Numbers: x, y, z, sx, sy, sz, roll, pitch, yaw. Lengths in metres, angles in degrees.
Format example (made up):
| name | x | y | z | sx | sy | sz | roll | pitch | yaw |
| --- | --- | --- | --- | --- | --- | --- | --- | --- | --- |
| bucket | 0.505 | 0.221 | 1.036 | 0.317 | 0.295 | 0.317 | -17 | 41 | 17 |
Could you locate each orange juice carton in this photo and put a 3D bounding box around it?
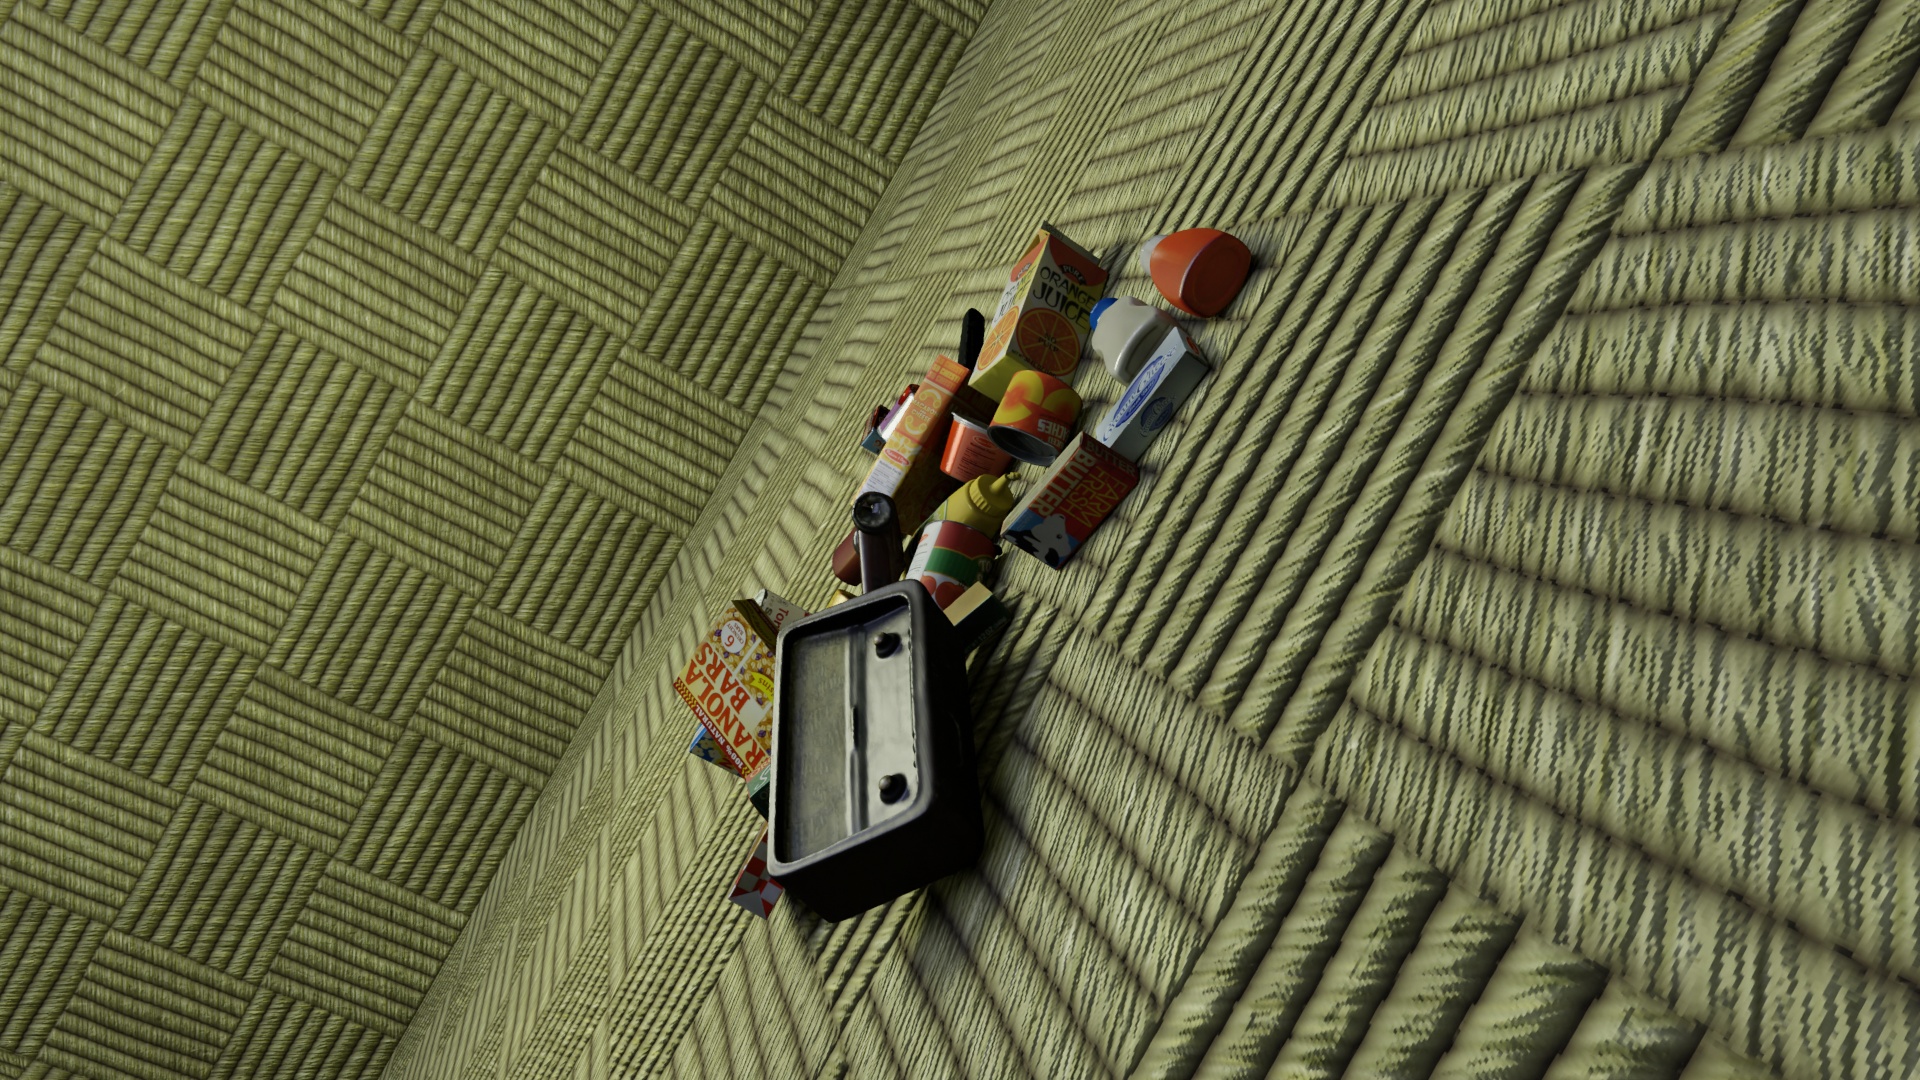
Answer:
| name | x | y | z | sx | sy | sz | roll | pitch | yaw |
| --- | --- | --- | --- | --- | --- | --- | --- | --- | --- |
| orange juice carton | 0.080 | -0.215 | 1.311 | 0.072 | 0.072 | 0.193 | -34 | 31 | 55 |

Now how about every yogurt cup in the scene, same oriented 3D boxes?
| name | x | y | z | sx | sy | sz | roll | pitch | yaw |
| --- | --- | --- | --- | --- | --- | --- | --- | --- | --- |
| yogurt cup | 0.016 | -0.080 | 1.291 | 0.054 | 0.072 | 0.072 | -67 | 15 | 8 |

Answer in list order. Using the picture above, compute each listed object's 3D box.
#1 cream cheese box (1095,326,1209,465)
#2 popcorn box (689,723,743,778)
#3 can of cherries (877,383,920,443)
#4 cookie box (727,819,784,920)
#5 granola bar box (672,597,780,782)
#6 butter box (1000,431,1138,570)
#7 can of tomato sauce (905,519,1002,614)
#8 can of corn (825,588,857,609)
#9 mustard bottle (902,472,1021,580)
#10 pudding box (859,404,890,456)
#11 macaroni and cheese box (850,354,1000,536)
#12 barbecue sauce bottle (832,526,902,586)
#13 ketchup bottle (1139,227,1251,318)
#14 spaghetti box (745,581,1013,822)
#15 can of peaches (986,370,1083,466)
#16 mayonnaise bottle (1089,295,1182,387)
| name | x | y | z | sx | sy | sz | roll | pitch | yaw |
| --- | --- | --- | --- | --- | --- | --- | --- | --- | --- |
| cream cheese box | 0.140 | -0.104 | 1.026 | 0.103 | 0.024 | 0.053 | -53 | 16 | 23 |
| popcorn box | -0.224 | 0.199 | 1.487 | 0.126 | 0.085 | 0.038 | -49 | 18 | 34 |
| can of cherries | -0.042 | -0.120 | 1.432 | 0.058 | 0.071 | 0.072 | -53 | 18 | 18 |
| cookie box | -0.149 | 0.247 | 1.197 | 0.123 | 0.040 | 0.167 | -61 | 2 | -5 |
| granola bar box | -0.203 | 0.159 | 1.388 | 0.039 | 0.166 | 0.123 | -1 | -47 | -56 |
| butter box | 0.080 | -0.028 | 1.027 | 0.103 | 0.053 | 0.024 | -50 | 17 | 31 |
| can of tomato sauce | -0.010 | 0.036 | 1.170 | 0.071 | 0.071 | 0.083 | -34 | 31 | 57 |
| can of corn | -0.108 | 0.087 | 1.364 | 0.058 | 0.071 | 0.071 | -59 | 16 | 2 |
| mustard bottle | 0.004 | -0.015 | 1.236 | 0.159 | 0.049 | 0.066 | -48 | 26 | 38 |
| pudding box | -0.067 | -0.109 | 1.546 | 0.030 | 0.083 | 0.050 | -46 | 21 | 40 |
| macaroni and cheese box | -0.027 | -0.087 | 1.352 | 0.166 | 0.040 | 0.123 | -60 | -23 | 2 |
| barbecue sauce bottle | -0.086 | -0.016 | 1.519 | 0.148 | 0.043 | 0.065 | -48 | 20 | 34 |
| ketchup bottle | 0.175 | -0.213 | 1.075 | 0.064 | 0.043 | 0.149 | -56 | 16 | 10 |
| spaghetti box | -0.066 | 0.126 | 1.095 | 0.250 | 0.028 | 0.050 | -40 | 16 | -4 |
| can of peaches | 0.066 | -0.103 | 1.179 | 0.058 | 0.071 | 0.071 | -65 | 17 | -17 |
| mayonnaise bottle | 0.136 | -0.166 | 1.119 | 0.064 | 0.041 | 0.148 | -55 | 16 | 13 |
